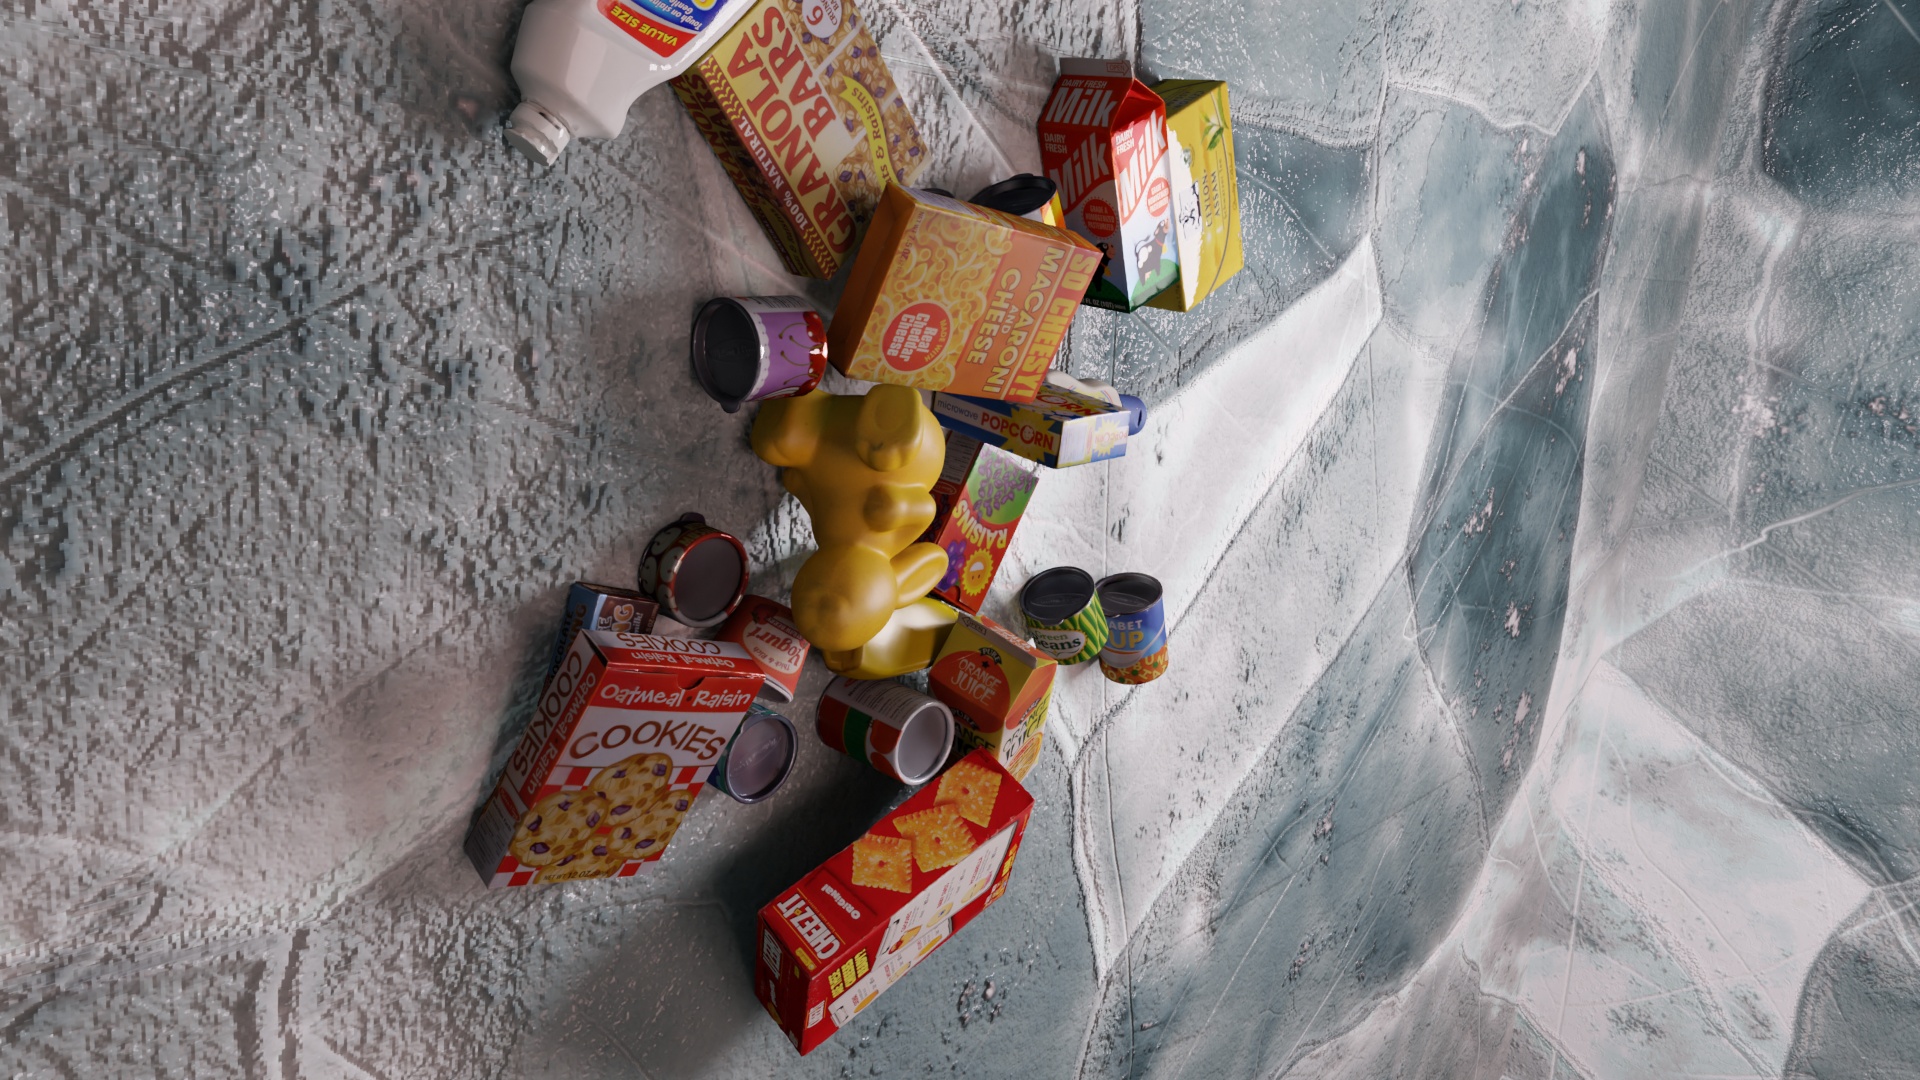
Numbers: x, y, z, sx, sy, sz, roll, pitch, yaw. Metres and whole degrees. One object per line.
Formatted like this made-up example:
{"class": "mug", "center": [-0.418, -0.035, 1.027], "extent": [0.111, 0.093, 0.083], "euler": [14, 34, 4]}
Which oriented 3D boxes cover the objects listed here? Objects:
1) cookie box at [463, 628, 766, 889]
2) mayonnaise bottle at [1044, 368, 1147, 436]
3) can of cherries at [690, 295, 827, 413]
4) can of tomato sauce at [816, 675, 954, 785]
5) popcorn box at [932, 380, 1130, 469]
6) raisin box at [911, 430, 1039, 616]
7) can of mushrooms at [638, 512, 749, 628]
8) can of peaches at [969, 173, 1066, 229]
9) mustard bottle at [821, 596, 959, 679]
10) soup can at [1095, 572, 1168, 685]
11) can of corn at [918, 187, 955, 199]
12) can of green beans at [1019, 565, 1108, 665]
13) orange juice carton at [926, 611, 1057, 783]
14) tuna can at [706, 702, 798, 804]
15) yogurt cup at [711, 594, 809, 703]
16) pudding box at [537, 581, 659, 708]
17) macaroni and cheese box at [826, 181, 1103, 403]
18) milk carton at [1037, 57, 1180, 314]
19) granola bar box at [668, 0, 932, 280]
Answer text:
{"class": "cookie box", "center": [-0.209, 0.135, 0.849], "extent": [0.123, 0.040, 0.167], "euler": [11, 115, -51]}
{"class": "mayonnaise bottle", "center": [0.101, -0.108, 1.162], "extent": [0.148, 0.041, 0.064], "euler": [-2, 103, -49]}
{"class": "can of cherries", "center": [-0.126, -0.118, 0.872], "extent": [0.058, 0.071, 0.071], "euler": [-13, 114, -48]}
{"class": "can of tomato sauce", "center": [-0.055, 0.140, 1.040], "extent": [0.071, 0.083, 0.071], "euler": [-21, 119, -44]}
{"class": "popcorn box", "center": [0.052, -0.093, 1.043], "extent": [0.085, 0.127, 0.038], "euler": [-13, 118, -47]}
{"class": "raisin box", "center": [0.004, -0.014, 1.086], "extent": [0.086, 0.040, 0.123], "euler": [35, 78, -51]}
{"class": "can of mushrooms", "center": [-0.171, 0.020, 0.898], "extent": [0.071, 0.033, 0.070], "euler": [-21, 120, -43]}
{"class": "can of peaches", "center": [0.046, -0.231, 1.032], "extent": [0.071, 0.071, 0.057], "euler": [-44, 133, -30]}
{"class": "mustard bottle", "center": [-0.040, 0.071, 1.056], "extent": [0.160, 0.048, 0.065], "euler": [4, 82, -54]}
{"class": "soup can", "center": [0.155, 0.083, 1.279], "extent": [0.072, 0.071, 0.083], "euler": [-36, 129, -36]}
{"class": "can of corn", "center": [-0.020, -0.199, 0.963], "extent": [0.071, 0.071, 0.058], "euler": [-57, 139, -17]}
{"class": "can of green beans", "center": [0.090, 0.065, 1.196], "extent": [0.071, 0.071, 0.057], "euler": [-46, 135, -28]}
{"class": "orange juice carton", "center": [0.022, 0.130, 1.084], "extent": [0.073, 0.072, 0.191], "euler": [-45, 155, -33]}
{"class": "tuna can", "center": [-0.149, 0.146, 0.972], "extent": [0.071, 0.033, 0.070], "euler": [-22, 120, -44]}
{"class": "yogurt cup", "center": [-0.134, 0.072, 0.939], "extent": [0.072, 0.072, 0.054], "euler": [48, 60, -47]}
{"class": "pudding box", "center": [-0.224, 0.071, 0.858], "extent": [0.049, 0.030, 0.083], "euler": [17, 91, -51]}
{"class": "macaroni and cheese box", "center": [0.002, -0.161, 0.930], "extent": [0.167, 0.040, 0.123], "euler": [3, 122, -41]}
{"class": "milk carton", "center": [0.116, -0.282, 1.089], "extent": [0.074, 0.072, 0.189], "euler": [-37, 129, -35]}
{"class": "granola bar box", "center": [-0.097, -0.266, 0.871], "extent": [0.124, 0.039, 0.165], "euler": [-54, 138, -22]}
